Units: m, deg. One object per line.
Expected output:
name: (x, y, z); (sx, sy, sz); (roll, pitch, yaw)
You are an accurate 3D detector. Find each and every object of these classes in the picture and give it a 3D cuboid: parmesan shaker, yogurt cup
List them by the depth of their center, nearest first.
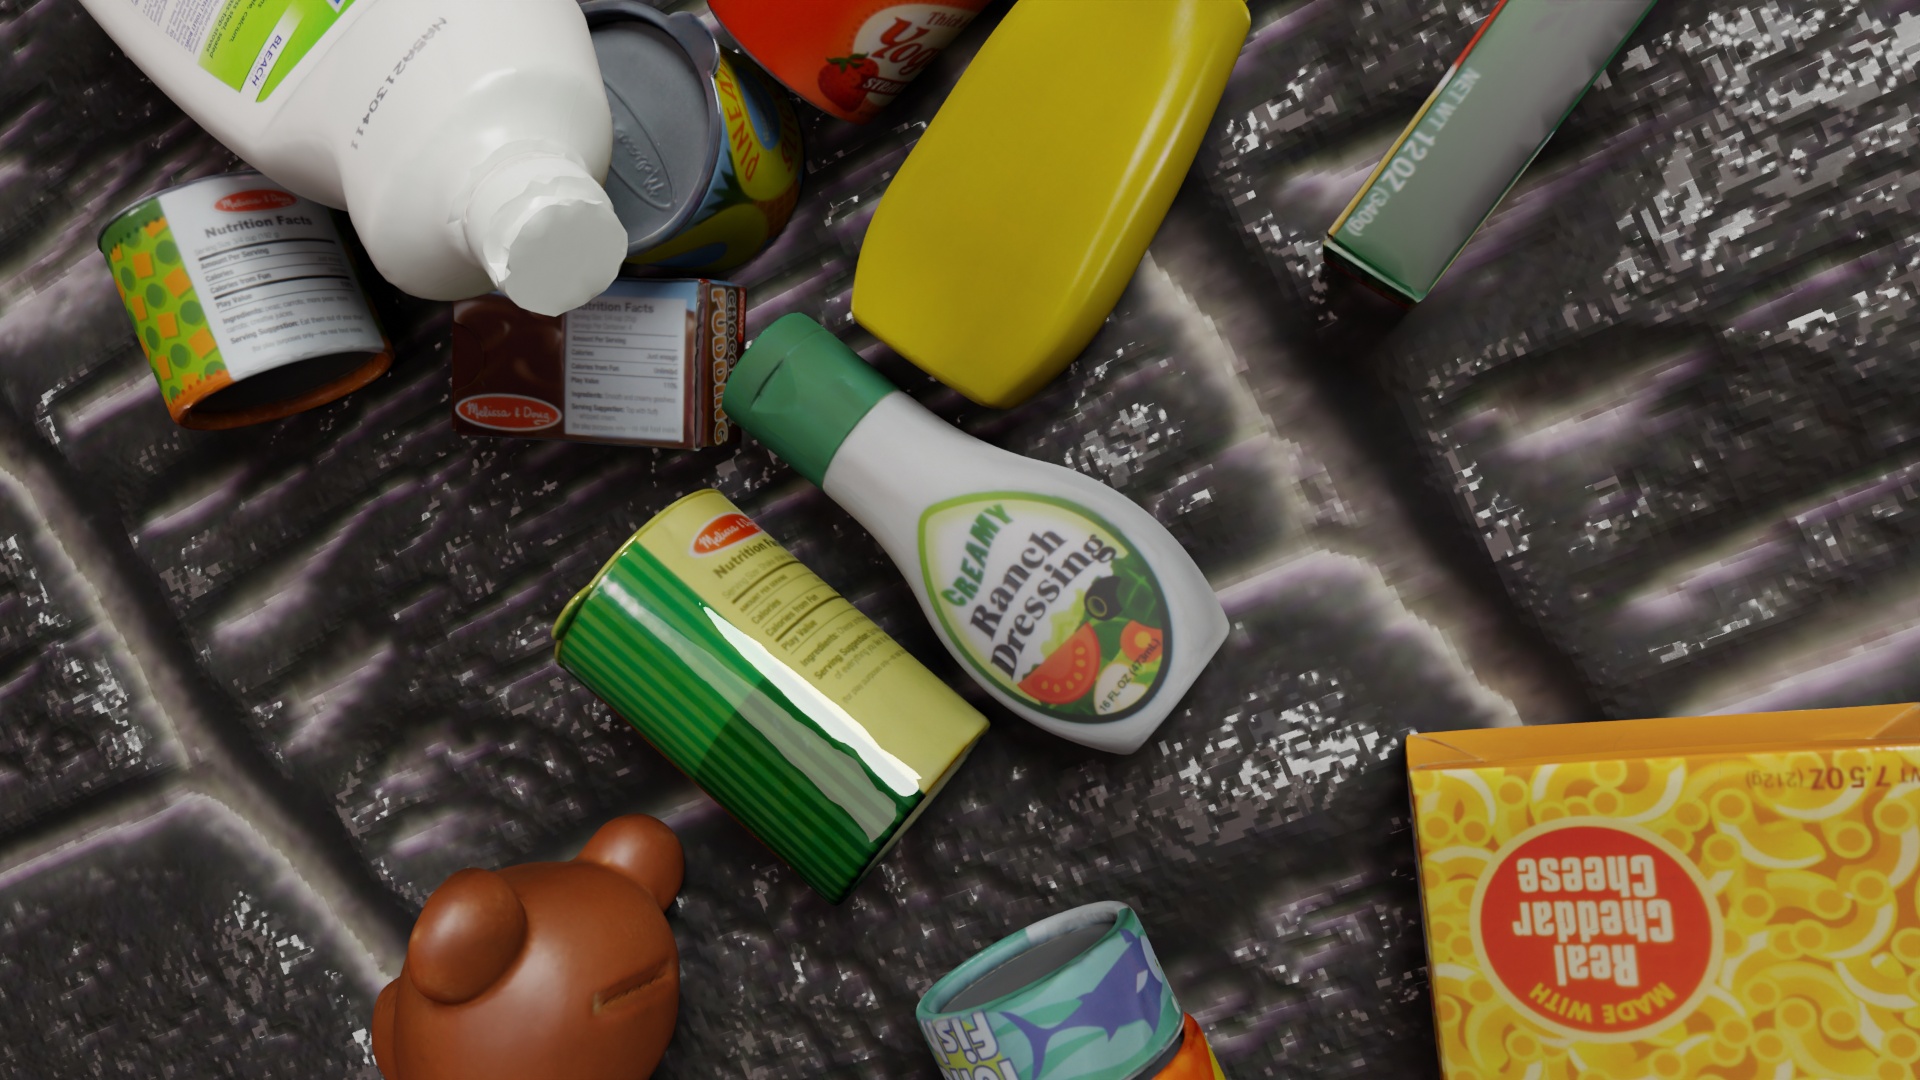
yogurt cup: (-0.029, -0.147, 0.362); (0.072, 0.072, 0.053); (46, 114, 7)
parmesan shaker: (-0.053, 0.044, 0.384); (0.103, 0.071, 0.071); (40, 105, 9)

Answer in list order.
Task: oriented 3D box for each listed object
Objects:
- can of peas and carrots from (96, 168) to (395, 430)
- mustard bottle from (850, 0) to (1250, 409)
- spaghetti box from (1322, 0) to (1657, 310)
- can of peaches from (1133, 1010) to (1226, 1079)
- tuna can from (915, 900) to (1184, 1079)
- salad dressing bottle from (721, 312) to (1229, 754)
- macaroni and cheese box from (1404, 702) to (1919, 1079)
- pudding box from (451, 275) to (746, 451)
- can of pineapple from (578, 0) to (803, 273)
can of peas and carrots: (-0.216, -0.071, 0.424); (0.071, 0.071, 0.058); (-23, 90, 18)
mustard bottle: (0.035, -0.112, 0.354); (0.065, 0.049, 0.160); (36, 104, 9)
spaghetti box: (0.168, -0.161, 0.308); (0.029, 0.050, 0.249); (37, 104, 7)
can of peaches: (0.048, 0.167, 0.372); (0.071, 0.071, 0.058); (-27, 88, 17)
tuna can: (0.022, 0.127, 0.372); (0.071, 0.071, 0.033); (-27, 87, 18)
salad dressing bottle: (0.001, -0.005, 0.377); (0.148, 0.044, 0.064); (38, 104, 10)
macaroni and cheese box: (0.182, 0.129, 0.340); (0.123, 0.040, 0.166); (-7, 94, 18)
pudding box: (-0.108, -0.054, 0.411); (0.084, 0.030, 0.049); (5, 98, 16)
can of pineapple: (-0.082, -0.109, 0.383); (0.071, 0.058, 0.071); (2, 97, 16)
